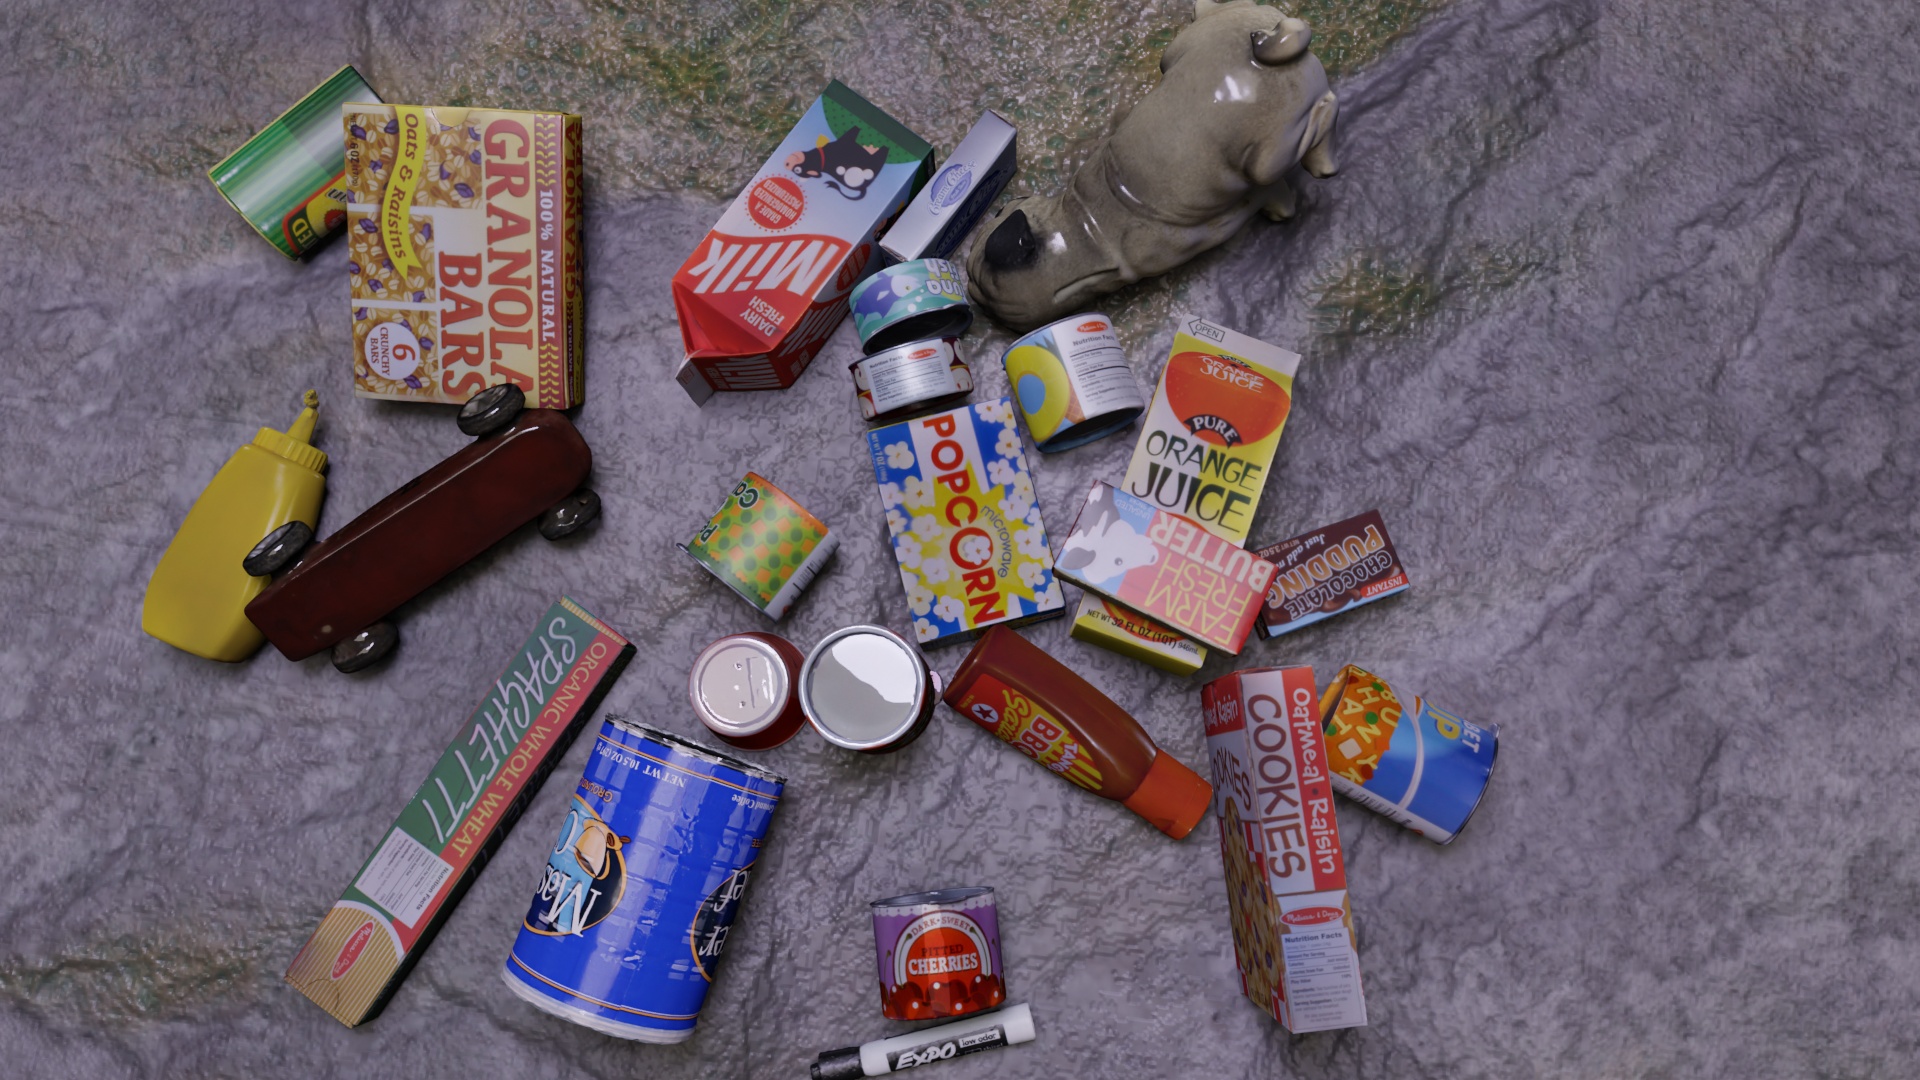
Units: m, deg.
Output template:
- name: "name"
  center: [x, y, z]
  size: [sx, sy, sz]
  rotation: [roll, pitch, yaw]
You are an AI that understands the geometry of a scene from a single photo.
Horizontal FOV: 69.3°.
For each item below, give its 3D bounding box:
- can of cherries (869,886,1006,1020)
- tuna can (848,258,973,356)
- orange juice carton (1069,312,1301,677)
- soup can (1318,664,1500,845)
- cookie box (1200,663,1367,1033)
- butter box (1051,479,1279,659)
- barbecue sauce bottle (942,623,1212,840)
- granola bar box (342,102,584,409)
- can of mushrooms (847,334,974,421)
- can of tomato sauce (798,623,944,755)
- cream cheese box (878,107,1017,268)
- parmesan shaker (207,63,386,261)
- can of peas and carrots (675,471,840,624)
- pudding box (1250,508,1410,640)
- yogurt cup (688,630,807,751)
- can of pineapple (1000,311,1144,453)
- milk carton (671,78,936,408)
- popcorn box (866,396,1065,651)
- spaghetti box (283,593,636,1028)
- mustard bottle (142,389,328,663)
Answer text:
- name: "can of cherries"
  center: [-0.012, 0.214, 0.724]
  size: [0.071, 0.071, 0.058]
  rotation: [-7, 80, 1]
- name: "tuna can"
  center: [-0.027, -0.132, 0.790]
  size: [0.071, 0.071, 0.033]
  rotation: [-18, 80, -1]
- name: "orange juice carton"
  center: [0.126, -0.028, 0.764]
  size: [0.072, 0.073, 0.193]
  rotation: [20, 80, 5]
- name: "soup can"
  center: [0.232, 0.110, 0.738]
  size: [0.084, 0.071, 0.071]
  rotation: [27, 82, 7]
- name: "cookie box"
  center: [0.158, 0.151, 0.704]
  size: [0.040, 0.122, 0.167]
  rotation: [-6, 80, 0]
- name: "butter box"
  center: [0.103, 0.015, 0.706]
  size: [0.103, 0.024, 0.053]
  rotation: [26, 82, 6]
- name: "barbecue sauce bottle"
  center: [0.065, 0.106, 0.749]
  size: [0.148, 0.064, 0.044]
  rotation: [34, 54, -1]
- name: "granola bar box"
  center: [-0.279, -0.160, 0.788]
  size: [0.124, 0.039, 0.165]
  rotation: [3, 103, 2]
- name: "can of mushrooms"
  center: [-0.027, -0.091, 0.785]
  size: [0.071, 0.071, 0.033]
  rotation: [-16, 90, -1]
- name: "can of tomato sauce"
  center: [-0.047, 0.081, 0.744]
  size: [0.071, 0.083, 0.071]
  rotation: [0, 80, 2]
- name: "cream cheese box"
  center: [-0.005, -0.196, 0.809]
  size: [0.024, 0.053, 0.104]
  rotation: [36, 83, 10]
- name: "parmesan shaker"
  center: [-0.376, -0.223, 0.816]
  size: [0.103, 0.071, 0.071]
  rotation: [-41, 81, -6]
- name: "can of peas and carrots"
  center: [-0.111, 0.002, 0.768]
  size: [0.071, 0.071, 0.059]
  rotation: [37, 82, 8]
- name: "pudding box"
  center: [0.200, 0.020, 0.775]
  size: [0.084, 0.030, 0.050]
  rotation: [-19, 81, -2]
- name: "yogurt cup"
  center: [-0.116, 0.081, 0.761]
  size: [0.072, 0.054, 0.072]
  rotation: [0, 80, 1]
- name: "can of pineapple"
  center: [0.063, -0.087, 0.782]
  size: [0.071, 0.071, 0.058]
  rotation: [-20, 80, -2]
- name: "milk carton"
  center: [-0.098, -0.159, 0.796]
  size: [0.073, 0.072, 0.191]
  rotation: [36, 83, 7]
- name: "popcorn box"
  center: [0.003, -0.010, 0.782]
  size: [0.085, 0.038, 0.127]
  rotation: [-14, 79, -1]
- name: "spaghetti box"
  center: [-0.271, 0.146, 0.766]
  size: [0.050, 0.028, 0.250]
  rotation: [33, 82, 7]
- name: "mustard bottle"
  center: [-0.399, -0.012, 0.789]
  size: [0.065, 0.048, 0.160]
  rotation: [22, 80, 5]
